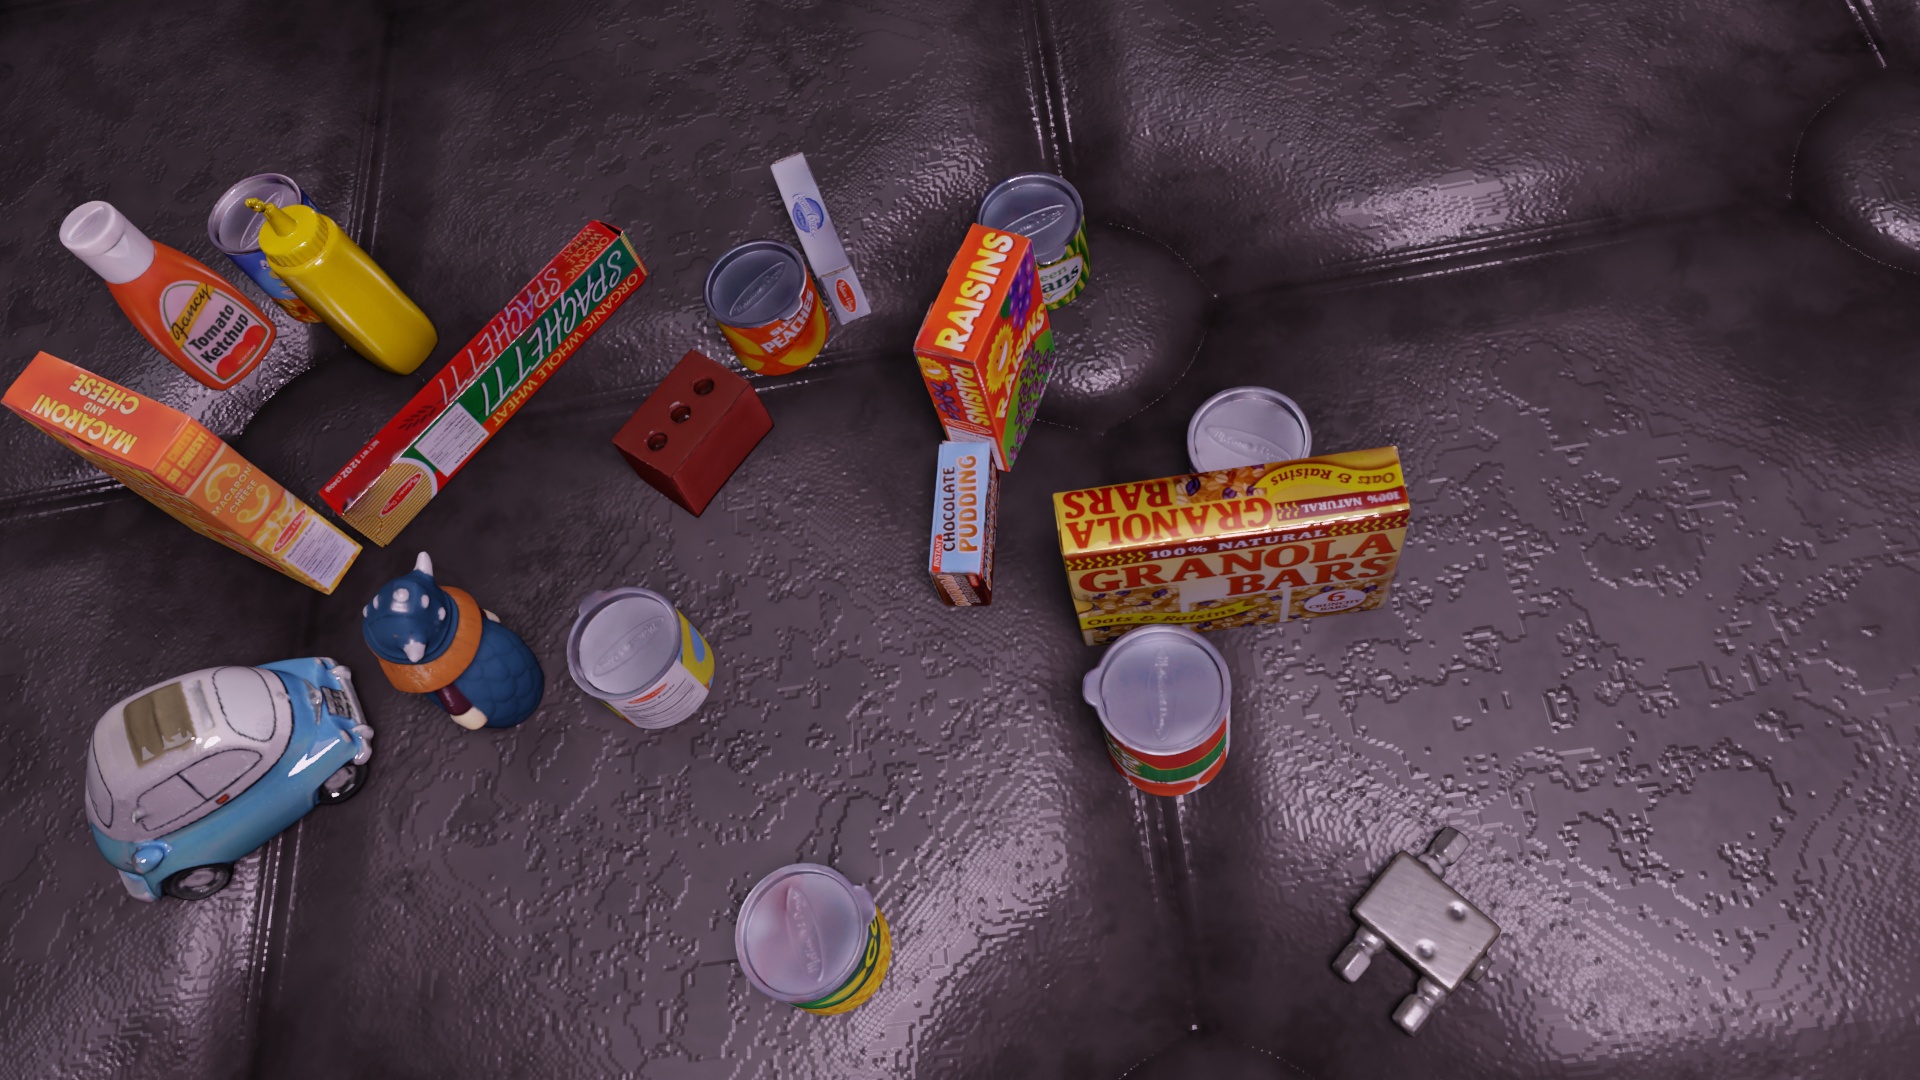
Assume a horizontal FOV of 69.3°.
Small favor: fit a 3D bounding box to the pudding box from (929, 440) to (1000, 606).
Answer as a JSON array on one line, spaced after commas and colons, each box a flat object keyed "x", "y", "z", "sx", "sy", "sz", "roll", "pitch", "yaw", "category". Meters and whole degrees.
[{"x": 0.003, "y": -0.010, "z": 0.788, "sx": 0.030, "sy": 0.049, "sz": 0.084, "roll": 0, "pitch": 65, "yaw": 11, "category": "pudding box"}]

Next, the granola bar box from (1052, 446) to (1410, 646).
[{"x": 0.138, "y": 0.007, "z": 0.713, "sx": 0.165, "sy": 0.123, "sz": 0.039, "roll": -8, "pitch": 64, "yaw": 7, "category": "granola bar box"}]

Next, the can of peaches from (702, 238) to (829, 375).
[{"x": -0.119, "y": -0.144, "z": 0.871, "sx": 0.071, "sy": 0.058, "sz": 0.071, "roll": -4, "pitch": 64, "yaw": 9, "category": "can of peaches"}]

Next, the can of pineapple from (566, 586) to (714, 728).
[{"x": -0.179, "y": 0.065, "z": 0.782, "sx": 0.071, "sy": 0.057, "sz": 0.071, "roll": -4, "pitch": 64, "yaw": 9, "category": "can of pineapple"}]

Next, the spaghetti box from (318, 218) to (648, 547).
[{"x": -0.300, "y": -0.104, "z": 0.890, "sx": 0.029, "sy": 0.050, "sz": 0.251, "roll": 34, "pitch": 75, "yaw": 23, "category": "spaghetti box"}]

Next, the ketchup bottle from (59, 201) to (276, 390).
[{"x": -0.515, "y": -0.160, "z": 0.903, "sx": 0.043, "sy": 0.148, "sz": 0.065, "roll": 27, "pitch": 73, "yaw": 21, "category": "ketchup bottle"}]

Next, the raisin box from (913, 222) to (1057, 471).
[{"x": 0.017, "y": -0.107, "z": 0.791, "sx": 0.040, "sy": 0.123, "sz": 0.086, "roll": 17, "pitch": 69, "yaw": 18, "category": "raisin box"}]

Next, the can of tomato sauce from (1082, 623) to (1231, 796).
[{"x": 0.102, "y": 0.088, "z": 0.704, "sx": 0.071, "sy": 0.082, "sz": 0.071, "roll": -4, "pitch": 64, "yaw": 9, "category": "can of tomato sauce"}]

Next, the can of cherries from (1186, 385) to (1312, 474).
[{"x": 0.158, "y": -0.041, "z": 0.769, "sx": 0.071, "sy": 0.058, "sz": 0.072, "roll": -4, "pitch": 64, "yaw": 9, "category": "can of cherries"}]

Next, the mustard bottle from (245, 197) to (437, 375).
[{"x": -0.394, "y": -0.166, "z": 0.876, "sx": 0.065, "sy": 0.159, "sz": 0.049, "roll": 29, "pitch": 74, "yaw": 22, "category": "mustard bottle"}]

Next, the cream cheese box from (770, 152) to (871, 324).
[{"x": -0.090, "y": -0.194, "z": 0.892, "sx": 0.024, "sy": 0.053, "sz": 0.104, "roll": -23, "pitch": 63, "yaw": 0, "category": "cream cheese box"}]

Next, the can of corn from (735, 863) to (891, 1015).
[{"x": -0.070, "y": 0.200, "z": 0.696, "sx": 0.071, "sy": 0.058, "sz": 0.071, "roll": -4, "pitch": 64, "yaw": 9, "category": "can of corn"}]

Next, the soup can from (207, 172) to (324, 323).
[{"x": -0.453, "y": -0.196, "z": 0.945, "sx": 0.071, "sy": 0.083, "sz": 0.071, "roll": -4, "pitch": 64, "yaw": 9, "category": "soup can"}]

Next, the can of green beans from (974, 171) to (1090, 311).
[{"x": 0.046, "y": -0.183, "z": 0.859, "sx": 0.071, "sy": 0.057, "sz": 0.071, "roll": -4, "pitch": 64, "yaw": 9, "category": "can of green beans"}]

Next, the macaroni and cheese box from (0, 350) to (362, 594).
[{"x": -0.454, "y": -0.035, "z": 0.821, "sx": 0.124, "sy": 0.166, "sz": 0.040, "roll": 21, "pitch": 71, "yaw": 19, "category": "macaroni and cheese box"}]
